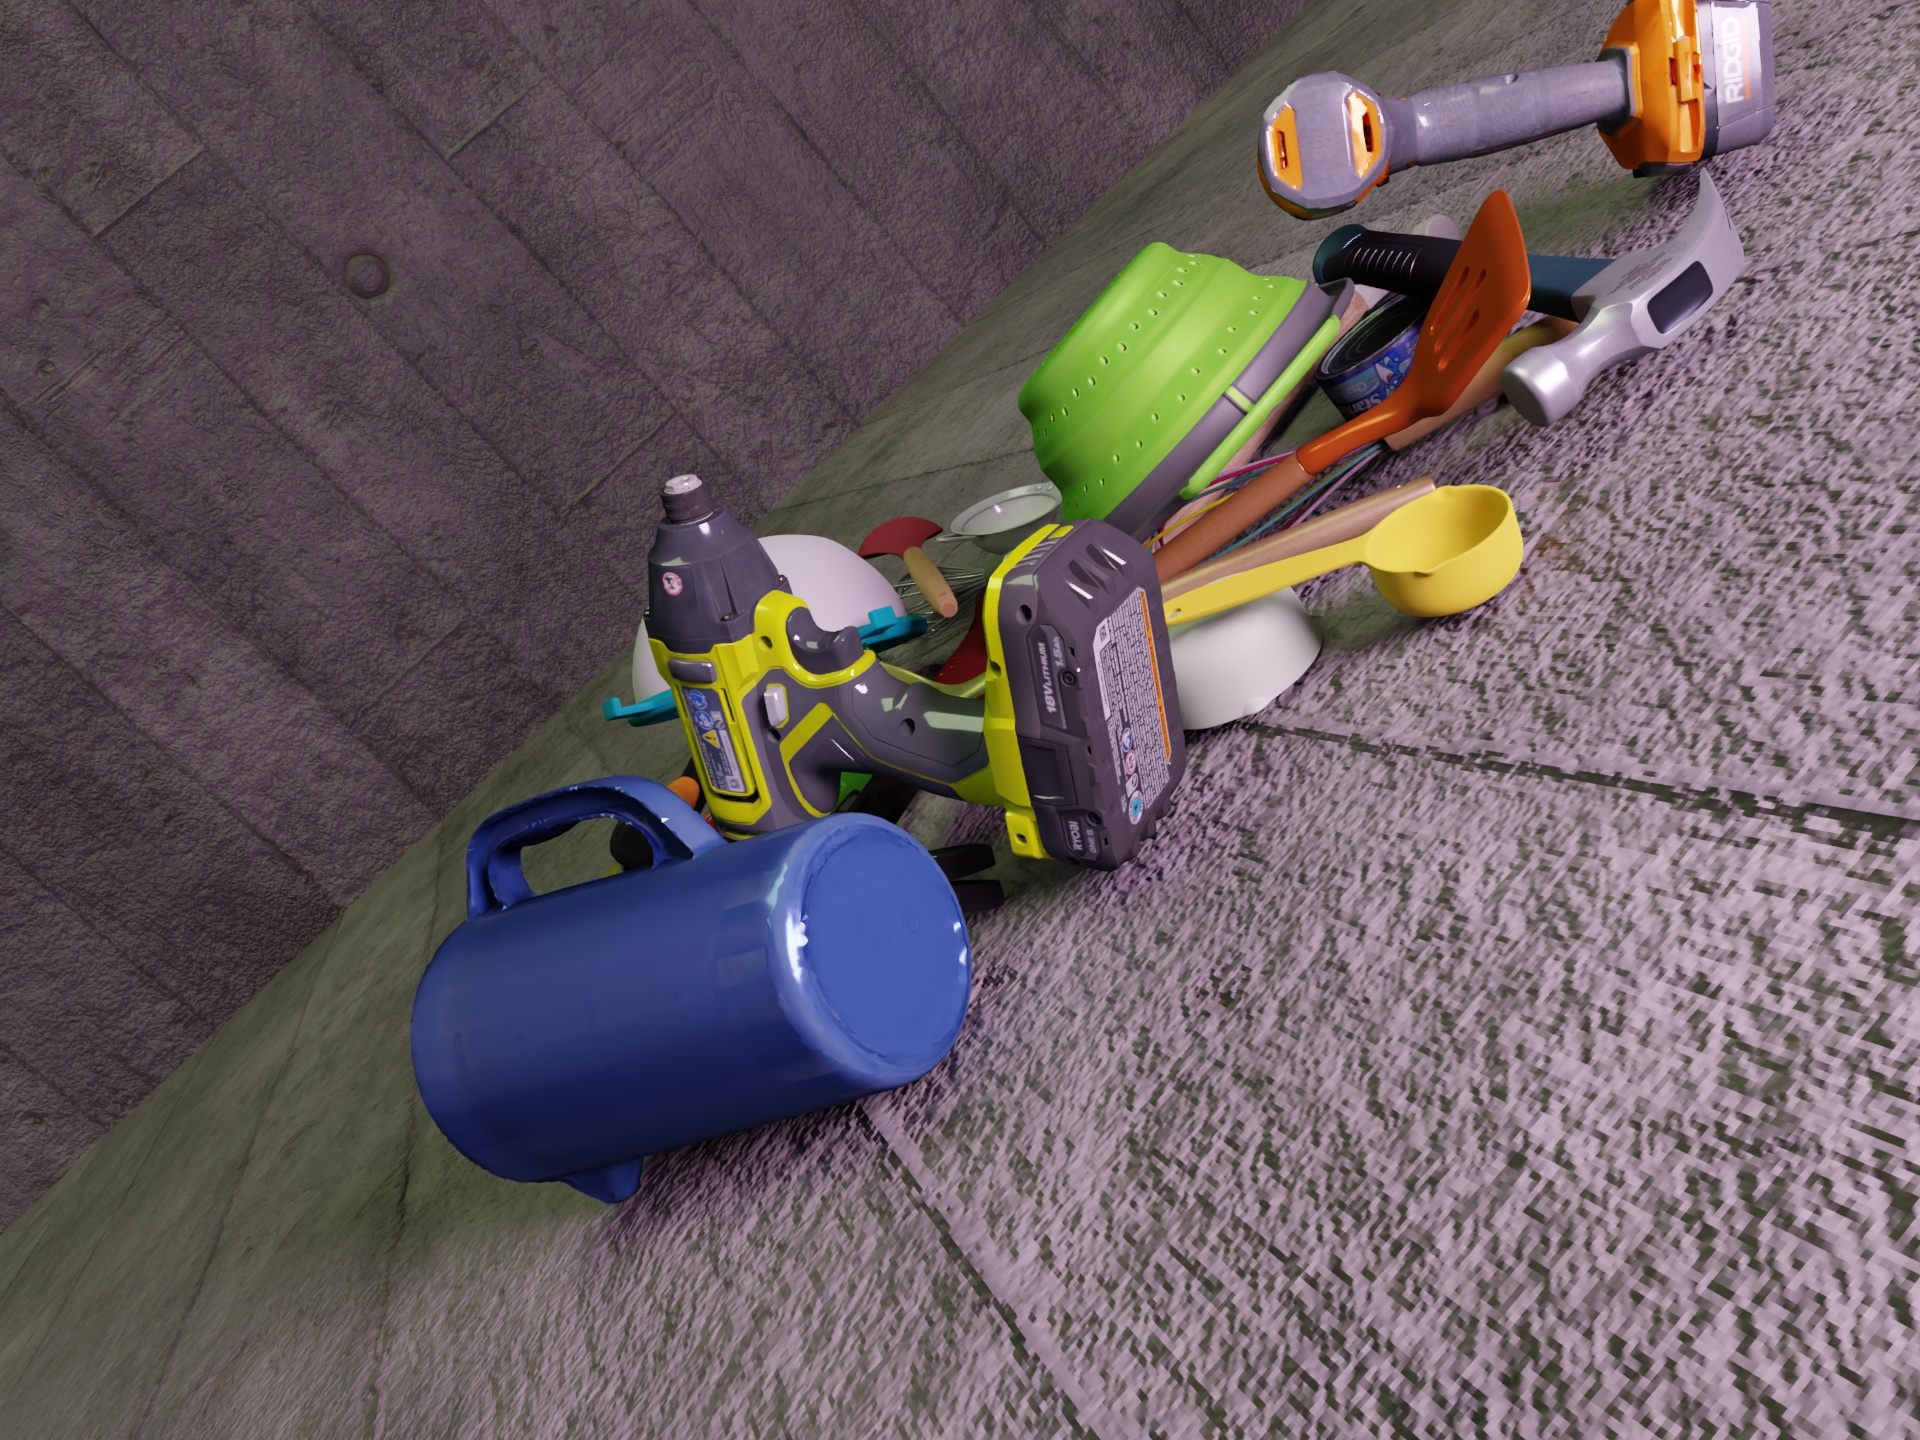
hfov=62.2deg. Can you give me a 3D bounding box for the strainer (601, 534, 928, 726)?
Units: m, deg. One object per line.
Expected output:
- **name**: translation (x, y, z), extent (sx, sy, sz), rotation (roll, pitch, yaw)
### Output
- **strainer**: translation (-0.129, -0.074, 1.134), extent (0.211, 0.095, 0.340), rotation (-18, 2, 6)

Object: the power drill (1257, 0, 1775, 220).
- **power drill**: translation (0.261, -0.299, 0.791), extent (0.226, 0.084, 0.164), rotation (-8, 14, 12)

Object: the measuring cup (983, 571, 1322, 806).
- **measuring cup**: translation (0.075, -0.013, 0.696), extent (0.167, 0.038, 0.083), rotation (-28, 20, 12)

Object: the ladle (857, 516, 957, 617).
- **ladle**: translation (-0.030, -0.107, 1.094), extent (0.069, 0.031, 0.316), rotation (-20, 17, -3)

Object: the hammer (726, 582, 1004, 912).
- **hammer**: translation (-0.001, -0.003, 0.861), extent (0.149, 0.036, 0.359), rotation (-4, 25, 22)

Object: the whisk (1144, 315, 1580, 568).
- **whisk**: translation (0.190, -0.130, 0.781), extent (0.245, 0.047, 0.051), rotation (-29, 32, 29)

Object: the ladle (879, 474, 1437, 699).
- **ladle**: translation (0.063, -0.056, 0.745), extent (0.320, 0.062, 0.078), rotation (-22, 12, 17)

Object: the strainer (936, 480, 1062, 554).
- **strainer**: translation (0.084, -0.182, 1.168), extent (0.258, 0.050, 0.087), rotation (-40, 31, -24)

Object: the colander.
- **colander**: translation (0.090, -0.180, 0.897), extent (0.204, 0.094, 0.397), rotation (-49, 6, 0)

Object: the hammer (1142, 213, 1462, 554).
- **hammer**: translation (0.179, -0.185, 0.968), extent (0.331, 0.031, 0.130), rotation (-50, 17, -25)

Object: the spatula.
- **spatula**: translation (0.137, -0.112, 0.741), extent (0.322, 0.041, 0.081), rotation (-36, 35, 39)

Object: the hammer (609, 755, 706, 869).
- **hammer**: translation (-0.191, 0.059, 1.052), extent (0.127, 0.034, 0.337), rotation (-60, 5, 3)

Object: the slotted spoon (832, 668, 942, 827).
- **slotted spoon**: translation (-0.025, 0.001, 0.944), extent (0.031, 0.070, 0.314), rotation (-64, -5, 36)

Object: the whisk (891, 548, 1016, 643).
- **whisk**: translation (0.019, -0.099, 1.105), extent (0.246, 0.059, 0.058), rotation (-15, 56, 50)

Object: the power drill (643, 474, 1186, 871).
- **power drill**: translation (-0.030, -0.020, 0.662), extent (0.223, 0.171, 0.080), rotation (5, 32, 31)

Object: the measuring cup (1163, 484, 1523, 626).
- **measuring cup**: translation (0.145, -0.051, 0.633), extent (0.156, 0.029, 0.062), rotation (-16, 30, 32)

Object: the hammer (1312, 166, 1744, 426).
- **hammer**: translation (0.246, -0.214, 0.764), extent (0.128, 0.033, 0.331), rotation (-36, 22, 3)
